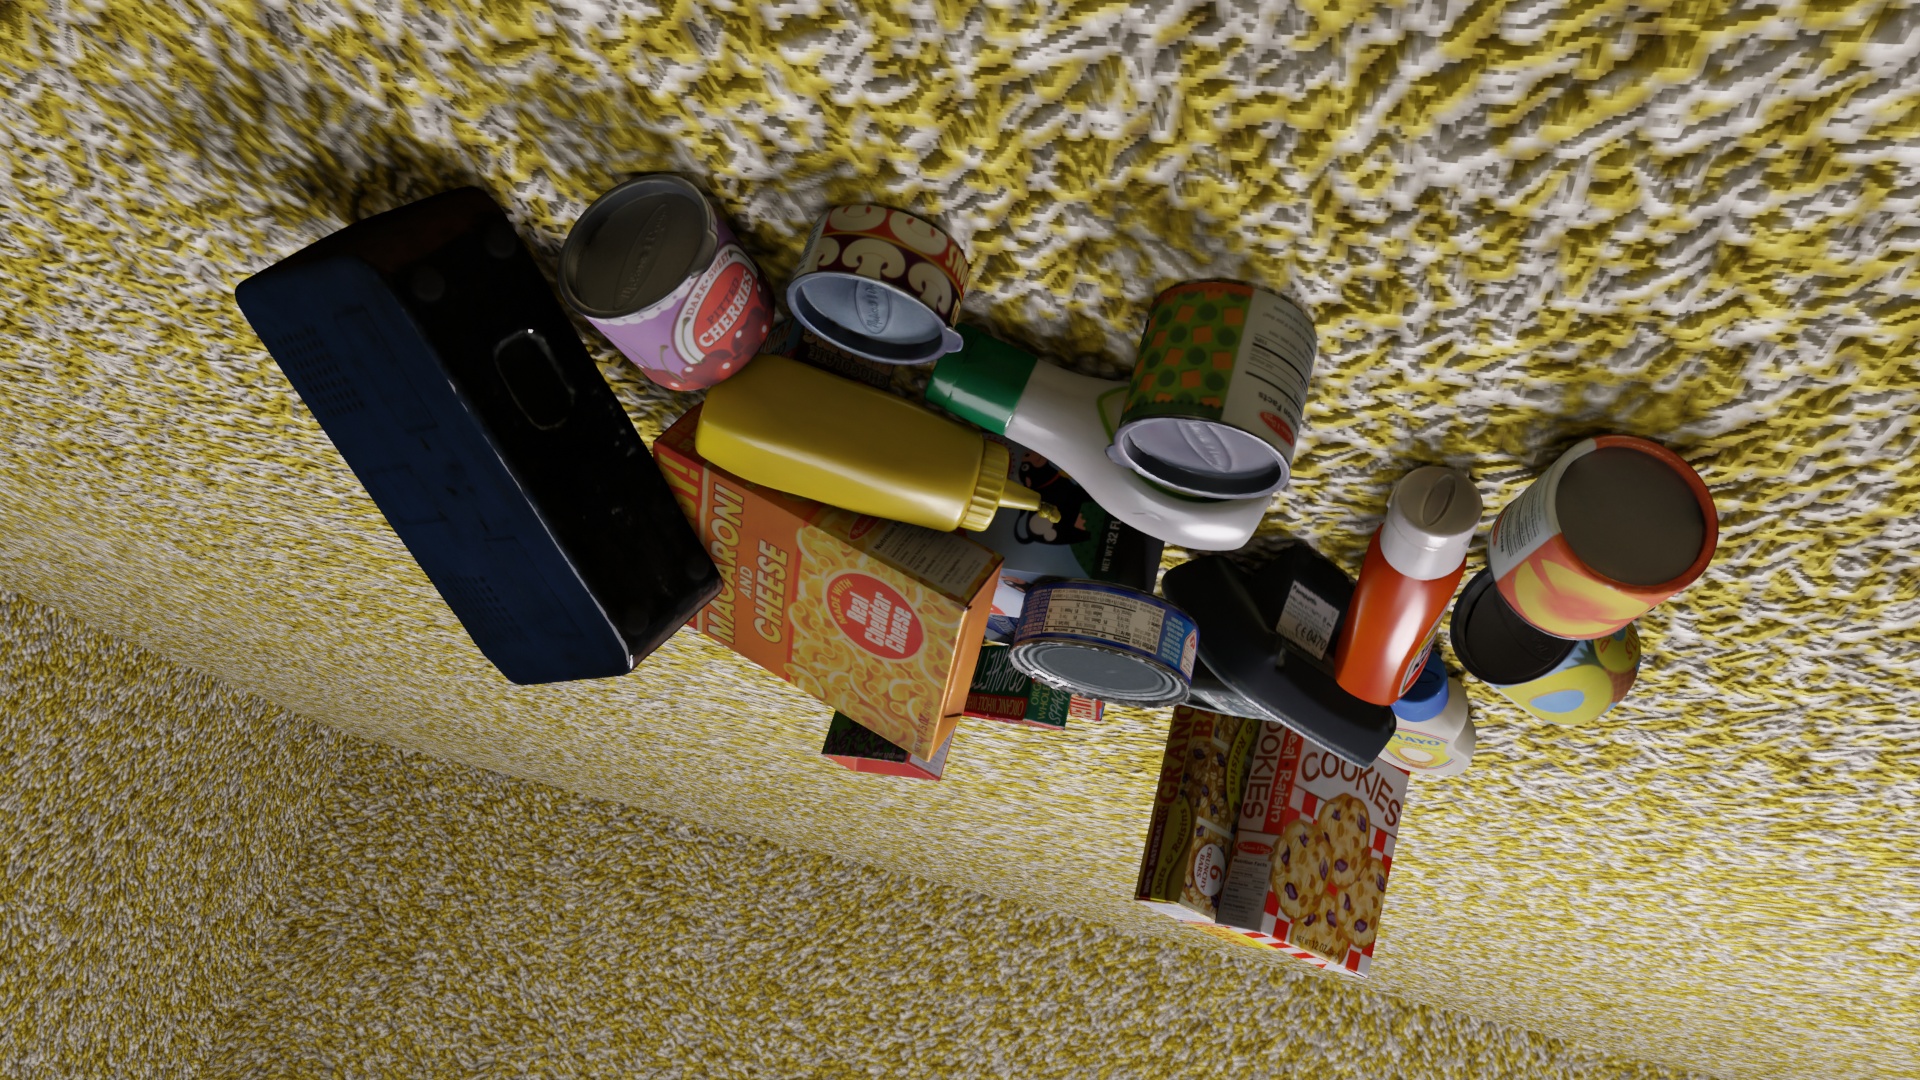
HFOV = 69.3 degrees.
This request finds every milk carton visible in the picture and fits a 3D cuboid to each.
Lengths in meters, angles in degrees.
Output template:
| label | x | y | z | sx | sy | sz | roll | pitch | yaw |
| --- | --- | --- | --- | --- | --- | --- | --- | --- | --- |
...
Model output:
| label | x | y | z | sx | sy | sz | roll | pitch | yaw |
| --- | --- | --- | --- | --- | --- | --- | --- | --- | --- |
| milk carton | 0.003 | -0.009 | 0.704 | 0.190 | 0.072 | 0.073 | 8 | 159 | 23 |

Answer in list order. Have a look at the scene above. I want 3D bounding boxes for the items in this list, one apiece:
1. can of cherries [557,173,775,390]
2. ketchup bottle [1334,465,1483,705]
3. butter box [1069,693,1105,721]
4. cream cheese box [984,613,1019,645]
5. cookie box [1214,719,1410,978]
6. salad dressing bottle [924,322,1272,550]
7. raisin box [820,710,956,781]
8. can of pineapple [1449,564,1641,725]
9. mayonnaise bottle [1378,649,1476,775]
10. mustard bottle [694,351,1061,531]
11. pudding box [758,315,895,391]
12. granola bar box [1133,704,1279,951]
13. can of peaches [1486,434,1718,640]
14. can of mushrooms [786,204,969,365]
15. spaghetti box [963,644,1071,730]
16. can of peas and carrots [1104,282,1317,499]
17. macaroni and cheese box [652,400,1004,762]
| label | x | y | z | sx | sy | sz | roll | pitch | yaw |
| --- | --- | --- | --- | --- | --- | --- | --- | --- | --- |
| can of cherries | -0.113 | -0.100 | 0.551 | 0.071 | 0.072 | 0.058 | 7 | 159 | 24 |
| ketchup bottle | 0.207 | 0.020 | 0.644 | 0.043 | 0.065 | 0.148 | 24 | 155 | 19 |
| butter box | 0.087 | 0.080 | 0.912 | 0.024 | 0.053 | 0.103 | 11 | 160 | 10 |
| cream cheese box | 0.030 | 0.042 | 0.894 | 0.053 | 0.024 | 0.103 | 8 | 159 | 24 |
| cookie box | 0.239 | 0.189 | 0.917 | 0.123 | 0.168 | 0.040 | 30 | 159 | -34 |
| salad dressing bottle | 0.058 | -0.045 | 0.583 | 0.148 | 0.064 | 0.043 | 24 | 149 | 1 |
| raisin box | -0.037 | 0.098 | 0.952 | 0.086 | 0.124 | 0.040 | -4 | 150 | 44 |
| can of pineapple | 0.275 | 0.046 | 0.649 | 0.058 | 0.071 | 0.071 | 30 | 156 | -34 |
| mayonnaise bottle | 0.278 | 0.104 | 0.842 | 0.065 | 0.041 | 0.147 | 9 | 160 | 24 |
| mustard bottle | -0.032 | -0.036 | 0.600 | 0.160 | 0.049 | 0.065 | 17 | 165 | -9 |
| pudding box | -0.071 | -0.075 | 0.645 | 0.049 | 0.030 | 0.083 | 25 | 159 | -26 |
| granola bar box | 0.183 | 0.177 | 0.932 | 0.039 | 0.166 | 0.124 | -6 | 150 | 45 |
| can of peaches | 0.251 | 0.000 | 0.541 | 0.071 | 0.071 | 0.058 | 14 | 160 | 5 |
| can of mushrooms | -0.029 | -0.098 | 0.542 | 0.071 | 0.033 | 0.070 | 14 | 160 | 6 |
| spaghetti box | 0.026 | 0.098 | 0.947 | 0.029 | 0.050 | 0.249 | 13 | 172 | -12 |
| can of peas and carrots | 0.094 | -0.055 | 0.523 | 0.071 | 0.059 | 0.070 | 15 | 161 | 5 |
| macaroni and cheese box | -0.069 | 0.021 | 0.668 | 0.166 | 0.040 | 0.123 | 28 | 138 | 14 |
